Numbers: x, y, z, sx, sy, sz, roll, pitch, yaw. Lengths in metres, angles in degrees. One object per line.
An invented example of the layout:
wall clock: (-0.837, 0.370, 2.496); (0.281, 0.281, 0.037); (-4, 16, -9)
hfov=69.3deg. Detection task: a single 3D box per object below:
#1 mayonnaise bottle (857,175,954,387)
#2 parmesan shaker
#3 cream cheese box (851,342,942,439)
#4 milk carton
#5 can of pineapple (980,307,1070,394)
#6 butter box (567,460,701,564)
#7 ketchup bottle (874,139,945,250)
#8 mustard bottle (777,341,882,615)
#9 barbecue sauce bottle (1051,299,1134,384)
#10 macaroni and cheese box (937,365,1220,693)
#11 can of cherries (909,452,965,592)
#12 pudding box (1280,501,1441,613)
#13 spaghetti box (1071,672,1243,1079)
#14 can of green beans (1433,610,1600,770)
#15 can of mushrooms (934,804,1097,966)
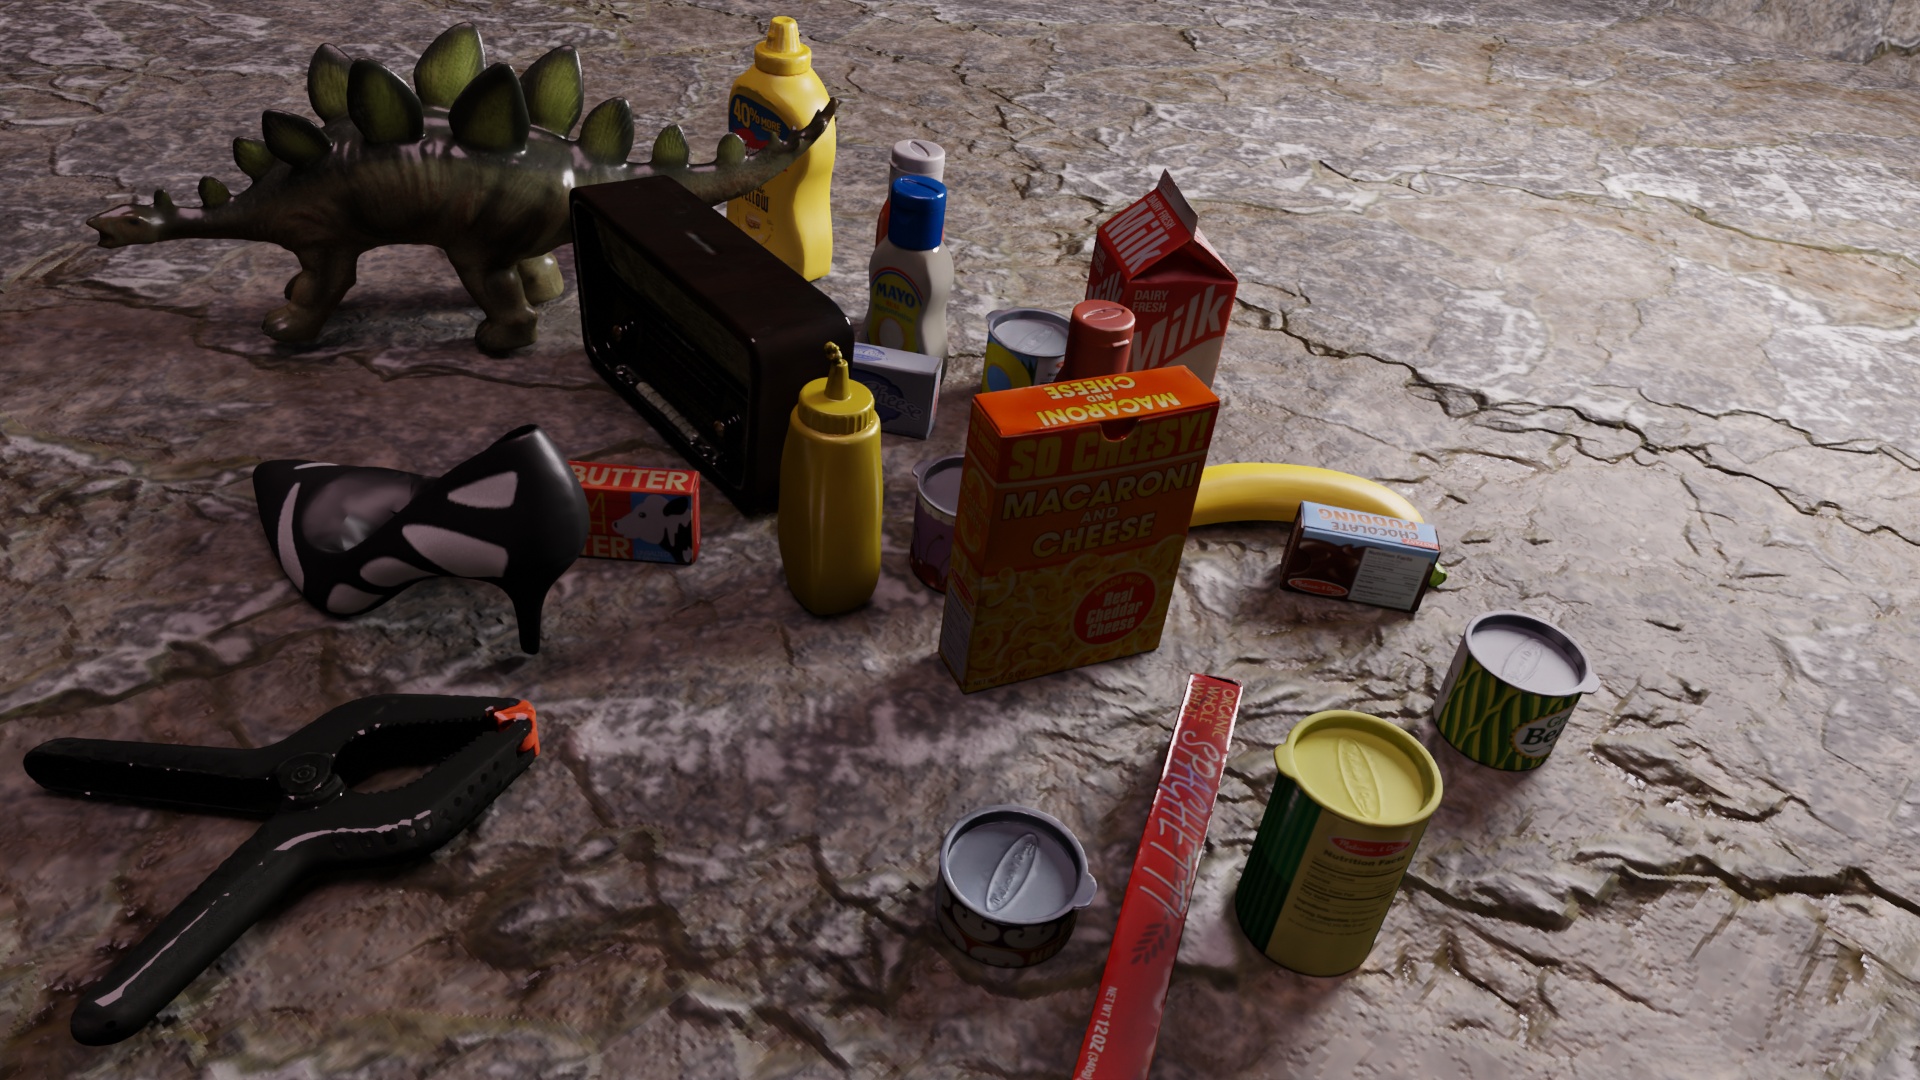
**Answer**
mayonnaise bottle: (-0.035, -0.170, 0.937); (0.065, 0.147, 0.041); (24, 40, 20)
parmesan shaker: (0.162, 0.134, 0.615); (0.071, 0.102, 0.072); (5, 37, -4)
cream cheese box: (-0.066, -0.103, 0.922); (0.104, 0.053, 0.024); (11, 37, 4)
milk carton: (0.121, -0.133, 0.882); (0.073, 0.189, 0.073); (-2, 38, -13)
can of pineapple: (0.048, -0.122, 0.963); (0.071, 0.057, 0.071); (5, 37, -4)
butter box: (-0.200, -0.017, 0.786); (0.103, 0.052, 0.024); (5, 37, -4)
ketchup bottle: (-0.037, -0.207, 0.984); (0.044, 0.148, 0.065); (-11, 41, -23)
mustard bottle: (-0.068, -0.036, 0.747); (0.049, 0.159, 0.065); (-13, 42, -25)
barbecue sauce bottle: (0.073, -0.069, 0.826); (0.065, 0.147, 0.044); (-16, 43, -28)
macaroni and cheese box: (0.059, -0.004, 0.724); (0.124, 0.165, 0.040); (-11, 41, -23)
can of cherries: (0.003, -0.010, 0.810); (0.071, 0.058, 0.072); (5, 37, -4)
pudding box: (0.239, 0.010, 0.834); (0.084, 0.049, 0.030); (10, 37, 3)
spaghetti box: (0.089, 0.155, 0.619); (0.029, 0.049, 0.251); (16, 38, 11)
can of green beans: (0.295, 0.081, 0.746); (0.071, 0.057, 0.071); (5, 37, -4)
can of mushrooms: (0.024, 0.155, 0.621); (0.071, 0.033, 0.071); (5, 37, -4)
